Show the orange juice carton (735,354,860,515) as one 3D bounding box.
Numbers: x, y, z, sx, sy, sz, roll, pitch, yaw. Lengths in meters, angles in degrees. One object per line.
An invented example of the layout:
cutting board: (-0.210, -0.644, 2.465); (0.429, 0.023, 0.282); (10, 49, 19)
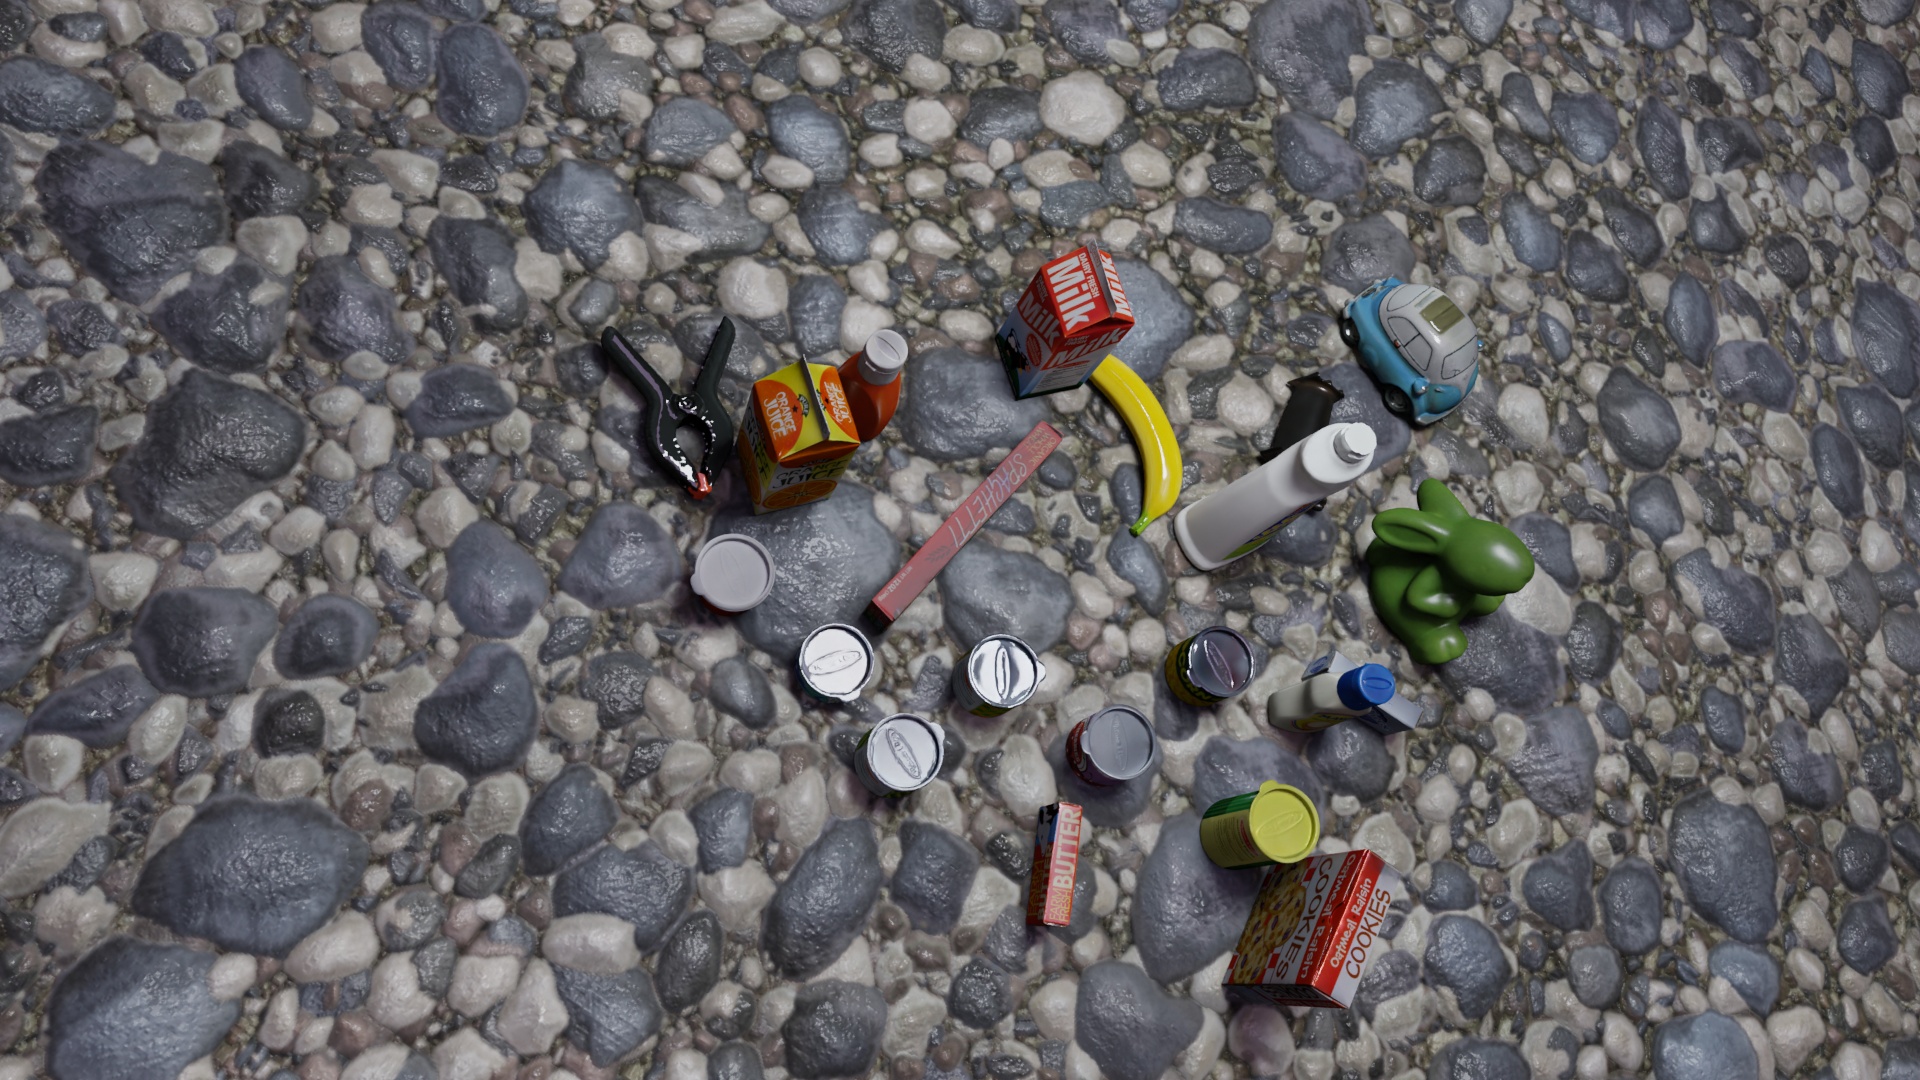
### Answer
orange juice carton: (-0.138, -0.089, 1.176); (0.073, 0.192, 0.072); (-14, 78, -19)

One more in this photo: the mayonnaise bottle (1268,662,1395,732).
mayonnaise bottle: (0.339, 0.144, 1.262); (0.065, 0.147, 0.041); (7, 72, -13)

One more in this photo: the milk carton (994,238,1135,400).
milk carton: (0.100, -0.202, 1.280); (0.073, 0.190, 0.072); (-13, 78, -19)

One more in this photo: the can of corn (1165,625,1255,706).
can of corn: (0.228, 0.119, 1.287); (0.071, 0.058, 0.071); (5, 72, -14)

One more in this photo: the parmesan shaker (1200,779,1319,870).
parmesan shaker: (0.262, 0.253, 1.230); (0.071, 0.102, 0.071); (5, 72, -14)

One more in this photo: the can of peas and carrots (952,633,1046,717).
can of peas and carrots: (0.033, 0.120, 1.231); (0.071, 0.058, 0.071); (5, 72, -14)

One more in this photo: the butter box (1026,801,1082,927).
butter box: (0.081, 0.280, 1.197); (0.024, 0.053, 0.104); (13, 70, -12)

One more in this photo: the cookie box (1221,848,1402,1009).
cookie box: (0.295, 0.330, 1.180); (0.040, 0.167, 0.123); (32, 68, -5)

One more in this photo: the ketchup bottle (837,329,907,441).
ketchup bottle: (-0.081, -0.139, 1.232); (0.065, 0.148, 0.044); (43, 68, 0)

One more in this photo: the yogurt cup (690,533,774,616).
yogurt cup: (-0.197, 0.033, 1.196); (0.072, 0.053, 0.072); (5, 72, -14)

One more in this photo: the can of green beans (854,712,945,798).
can of green beans: (-0.053, 0.185, 1.187); (0.071, 0.057, 0.071); (5, 72, -14)

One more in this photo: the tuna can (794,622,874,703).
tuna can: (-0.109, 0.109, 1.208); (0.071, 0.032, 0.071); (5, 72, -14)

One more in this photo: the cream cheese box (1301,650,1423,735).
cream cheese box: (0.382, 0.147, 1.324); (0.104, 0.053, 0.024); (34, 68, -3)

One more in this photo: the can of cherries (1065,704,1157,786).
can of cherries: (0.131, 0.183, 1.239); (0.071, 0.058, 0.071); (5, 72, -14)

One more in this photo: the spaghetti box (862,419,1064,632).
spaghetti box: (0.005, -0.016, 1.271); (0.028, 0.050, 0.251); (43, 67, 0)
